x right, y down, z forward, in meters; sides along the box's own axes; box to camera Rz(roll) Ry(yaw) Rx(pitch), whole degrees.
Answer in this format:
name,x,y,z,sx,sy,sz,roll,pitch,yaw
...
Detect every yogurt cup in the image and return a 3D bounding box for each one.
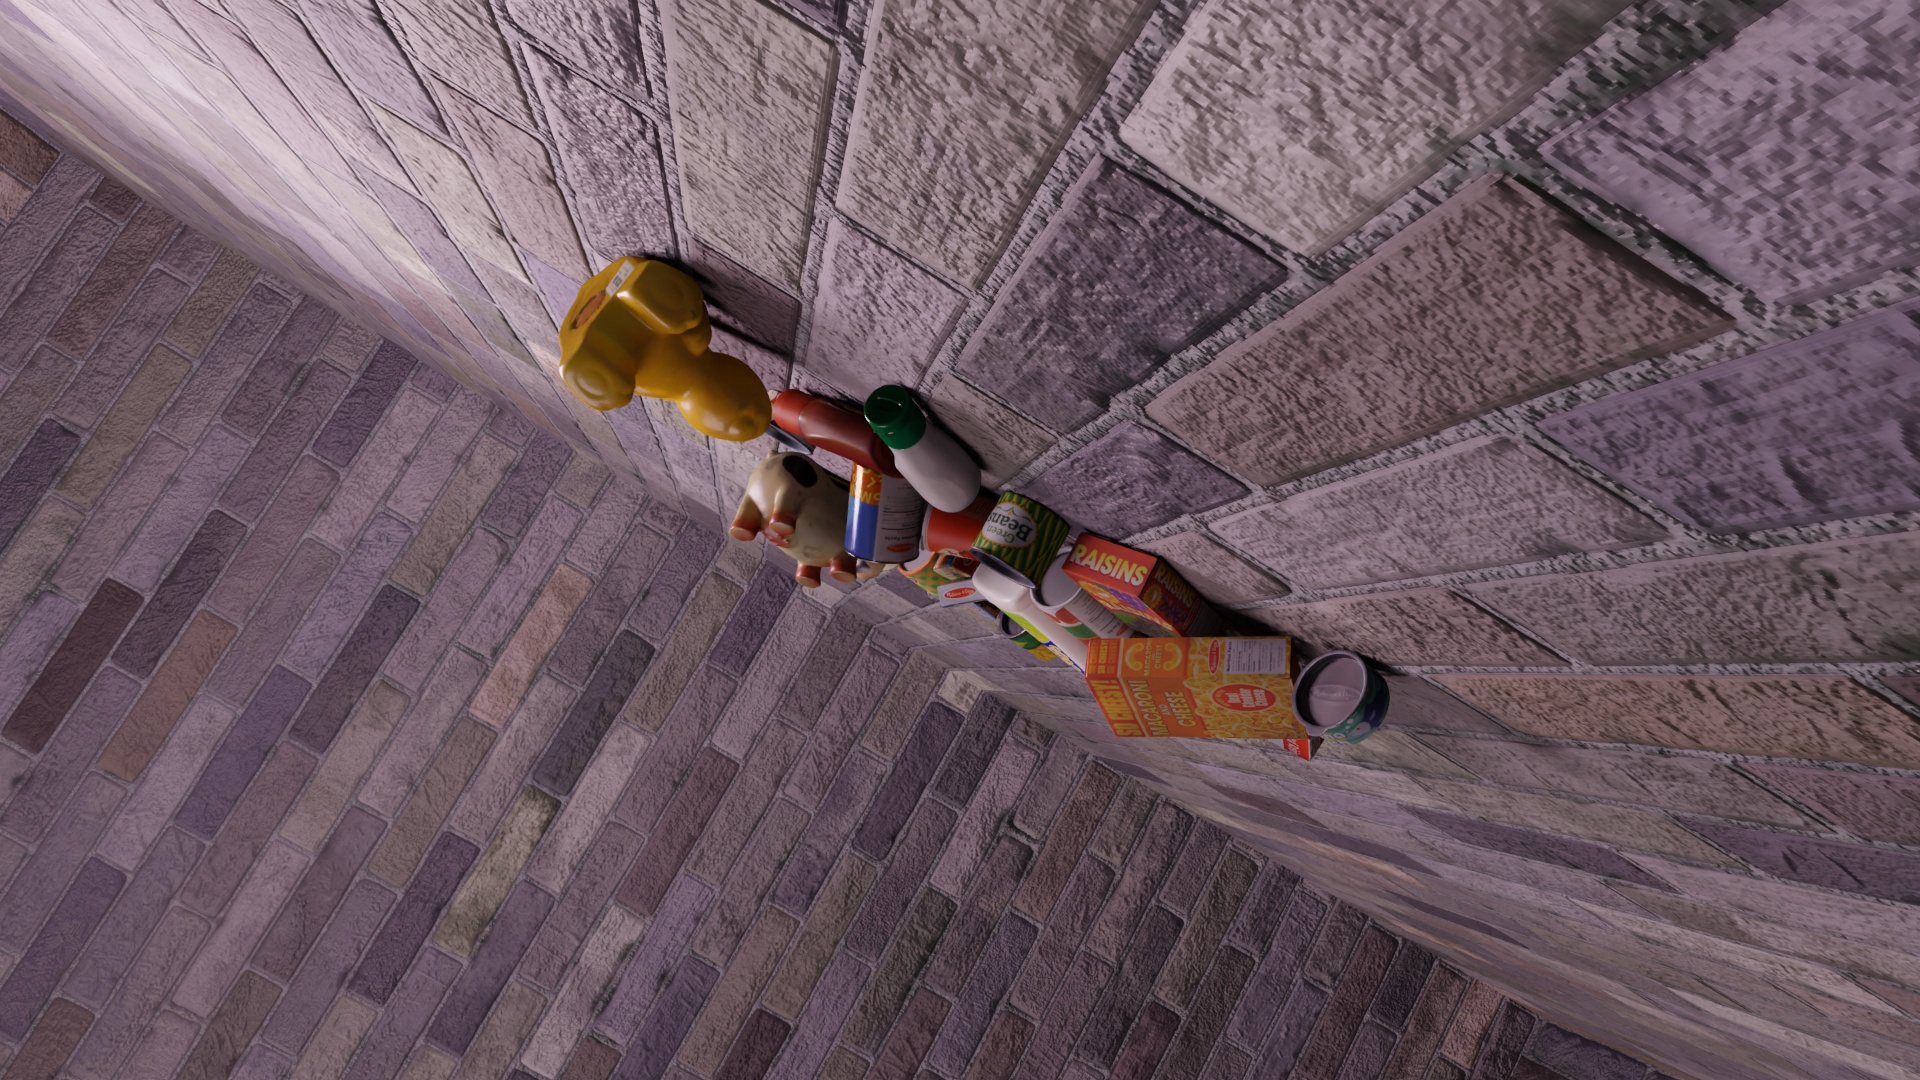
name,x,y,z,sx,sy,sz,roll,pitch,yaw
yogurt cup,0.004,-0.015,1.213,0.054,0.072,0.072,18,167,18

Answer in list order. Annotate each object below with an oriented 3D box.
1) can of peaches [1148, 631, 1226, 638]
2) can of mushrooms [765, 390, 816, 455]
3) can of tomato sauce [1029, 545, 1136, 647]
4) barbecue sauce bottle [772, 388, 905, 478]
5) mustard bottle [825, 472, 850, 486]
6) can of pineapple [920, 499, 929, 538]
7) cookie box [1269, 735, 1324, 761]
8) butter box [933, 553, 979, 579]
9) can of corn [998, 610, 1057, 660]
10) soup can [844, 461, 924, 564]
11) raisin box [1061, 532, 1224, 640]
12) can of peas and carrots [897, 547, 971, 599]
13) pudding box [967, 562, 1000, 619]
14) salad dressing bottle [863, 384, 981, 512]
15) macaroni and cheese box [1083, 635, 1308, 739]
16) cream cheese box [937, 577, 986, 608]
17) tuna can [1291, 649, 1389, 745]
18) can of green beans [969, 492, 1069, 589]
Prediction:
name,x,y,z,sx,sy,sz,roll,pitch,yaw
can of peaches,0.199,0.100,1.240,0.071,0.058,0.071,30,170,6
can of mushrooms,-0.161,-0.111,1.303,0.071,0.033,0.071,29,171,5
can of tomato sauce,0.110,0.052,1.230,0.083,0.071,0.071,38,168,-38
barbecue sauce bottle,-0.100,-0.093,1.171,0.149,0.043,0.065,23,178,41
mustard bottle,-0.130,-0.038,1.552,0.160,0.049,0.065,25,169,25
can of pineapple,-0.056,-0.034,1.287,0.071,0.071,0.058,36,169,-30
cookie box,0.270,0.147,1.335,0.167,0.040,0.122,28,171,21
butter box,0.003,0.011,1.389,0.024,0.053,0.103,30,171,-8
can of corn,0.084,0.090,1.520,0.058,0.071,0.071,35,170,-28
soup can,-0.066,-0.031,1.208,0.071,0.083,0.071,6,-161,-2
raisin box,0.152,0.044,1.146,0.086,0.040,0.123,21,169,44
can of peas and carrots,-0.029,0.023,1.500,0.058,0.071,0.071,37,168,-34
pudding box,0.017,0.048,1.558,0.030,0.050,0.083,17,164,48
salad dressing bottle,-0.029,-0.071,1.078,0.064,0.044,0.147,18,165,27
macaroni and cheese box,0.200,0.124,1.160,0.166,0.040,0.123,-2,148,20
cream cheese box,0.027,0.046,1.395,0.053,0.024,0.104,-11,180,31
tuna can,0.284,0.120,1.041,0.033,0.071,0.071,35,170,-31
can of green beans,0.050,0.000,1.163,0.071,0.058,0.071,29,171,5
